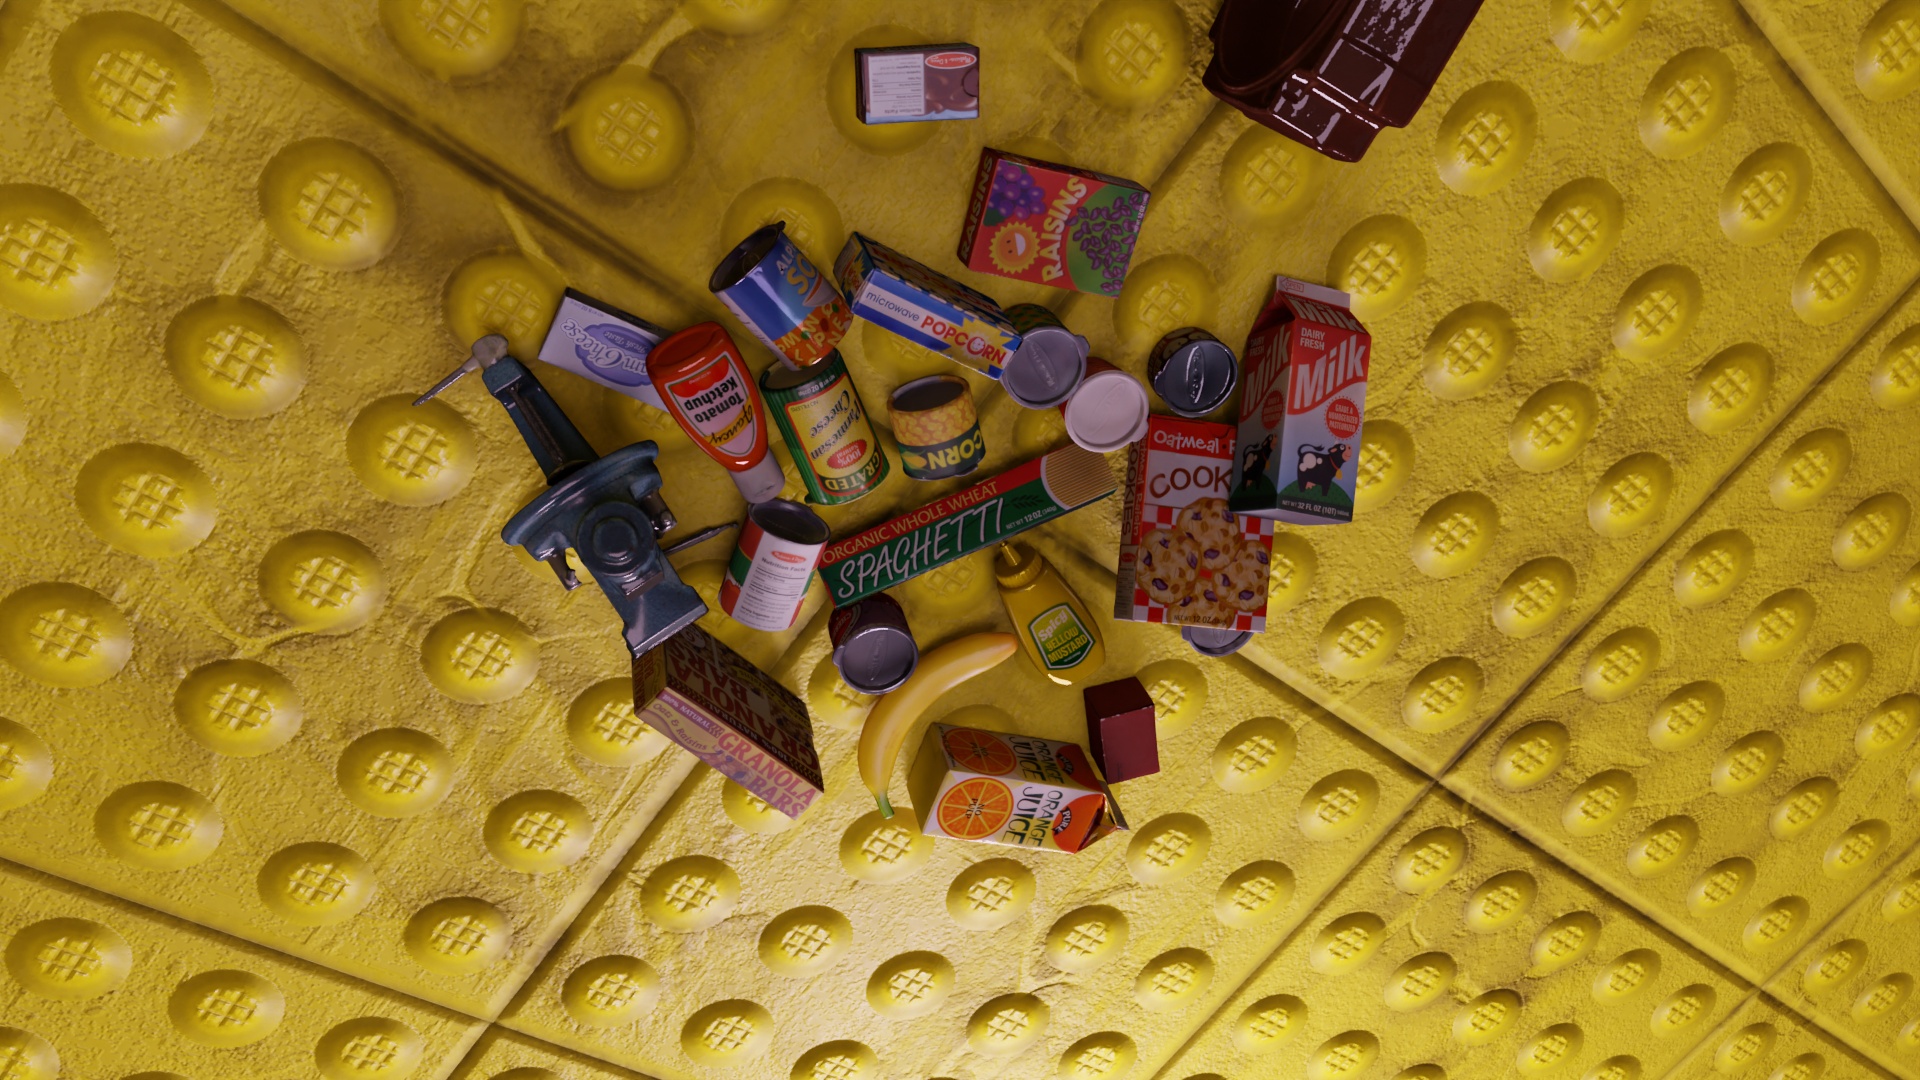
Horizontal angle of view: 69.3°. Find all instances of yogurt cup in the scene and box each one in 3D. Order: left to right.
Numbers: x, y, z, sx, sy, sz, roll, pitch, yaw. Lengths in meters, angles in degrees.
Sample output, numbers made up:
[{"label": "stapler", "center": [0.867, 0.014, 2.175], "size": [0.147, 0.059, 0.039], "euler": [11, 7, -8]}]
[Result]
[{"label": "yogurt cup", "center": [0.108, -0.110, 1.094], "size": [0.072, 0.054, 0.072], "euler": [-7, 118, -12]}]

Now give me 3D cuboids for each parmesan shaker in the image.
[{"label": "parmesan shaker", "center": [-0.104, -0.085, 1.041], "size": [0.071, 0.071, 0.102], "euler": [-24, 121, -2]}]

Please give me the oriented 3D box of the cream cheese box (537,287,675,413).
[{"label": "cream cheese box", "center": [-0.245, -0.136, 1.000], "size": [0.104, 0.024, 0.053], "euler": [22, 110, -25]}]

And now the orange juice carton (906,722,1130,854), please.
[{"label": "orange juice carton", "center": [0.057, 0.225, 1.246], "size": [0.193, 0.072, 0.072], "euler": [12, 114, -20]}]

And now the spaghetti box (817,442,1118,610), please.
[{"label": "spaghetti box", "center": [0.004, -0.014, 1.117], "size": [0.250, 0.028, 0.050], "euler": [-23, 83, -3]}]

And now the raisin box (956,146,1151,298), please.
[{"label": "raisin box", "center": [0.068, -0.234, 1.027], "size": [0.123, 0.040, 0.085], "euler": [7, 116, -20]}]

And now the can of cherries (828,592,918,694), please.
[{"label": "can of cherries", "center": [-0.075, 0.082, 1.142], "size": [0.071, 0.058, 0.071], "euler": [-7, 120, -12]}]

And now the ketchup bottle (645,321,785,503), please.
[{"label": "ketchup bottle", "center": [-0.172, -0.089, 1.017], "size": [0.065, 0.044, 0.148], "euler": [-29, 137, -6]}]

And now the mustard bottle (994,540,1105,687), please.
[{"label": "mustard bottle", "center": [0.067, 0.053, 1.171], "size": [0.065, 0.049, 0.159], "euler": [-33, 121, 1]}]

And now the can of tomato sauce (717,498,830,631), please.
[{"label": "can of tomato sauce", "center": [-0.146, 0.018, 1.084], "size": [0.071, 0.071, 0.082], "euler": [14, 116, -21]}]

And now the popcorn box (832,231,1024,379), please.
[{"label": "popcorn box", "center": [-0.025, -0.171, 1.007], "size": [0.127, 0.085, 0.038], "euler": [22, 111, -25]}]

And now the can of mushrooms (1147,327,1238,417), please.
[{"label": "can of mushrooms", "center": [0.184, -0.135, 1.114], "size": [0.071, 0.033, 0.070], "euler": [-7, 119, -12]}]

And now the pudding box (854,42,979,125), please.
[{"label": "pudding box", "center": [-0.030, -0.316, 0.962], "size": [0.084, 0.030, 0.049], "euler": [-7, 118, -12]}]

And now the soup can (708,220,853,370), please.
[{"label": "soup can", "center": [-0.124, -0.174, 0.989], "size": [0.071, 0.071, 0.083], "euler": [-40, 121, 7]}]

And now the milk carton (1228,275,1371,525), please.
[{"label": "milk carton", "center": [0.271, -0.111, 1.105], "size": [0.072, 0.073, 0.190], "euler": [10, 85, -19]}]

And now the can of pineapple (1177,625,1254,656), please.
[{"label": "can of pineapple", "center": [0.216, 0.059, 1.210], "size": [0.071, 0.058, 0.070], "euler": [-6, 118, -12]}]

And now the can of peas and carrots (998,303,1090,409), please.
[{"label": "can of peas and carrots", "center": [0.058, -0.143, 1.060], "size": [0.071, 0.059, 0.070], "euler": [-7, 118, -13]}]

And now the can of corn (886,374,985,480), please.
[{"label": "can of corn", "center": [-0.017, -0.086, 1.062], "size": [0.071, 0.071, 0.058], "euler": [-18, 120, -6]}]

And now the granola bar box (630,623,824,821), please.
[{"label": "granola bar box", "center": [-0.184, 0.133, 1.100], "size": [0.039, 0.125, 0.165], "euler": [-43, 120, 11]}]

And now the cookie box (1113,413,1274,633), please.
[{"label": "cookie box", "center": [0.196, -0.013, 1.138], "size": [0.123, 0.040, 0.167], "euler": [6, 88, -19]}]
